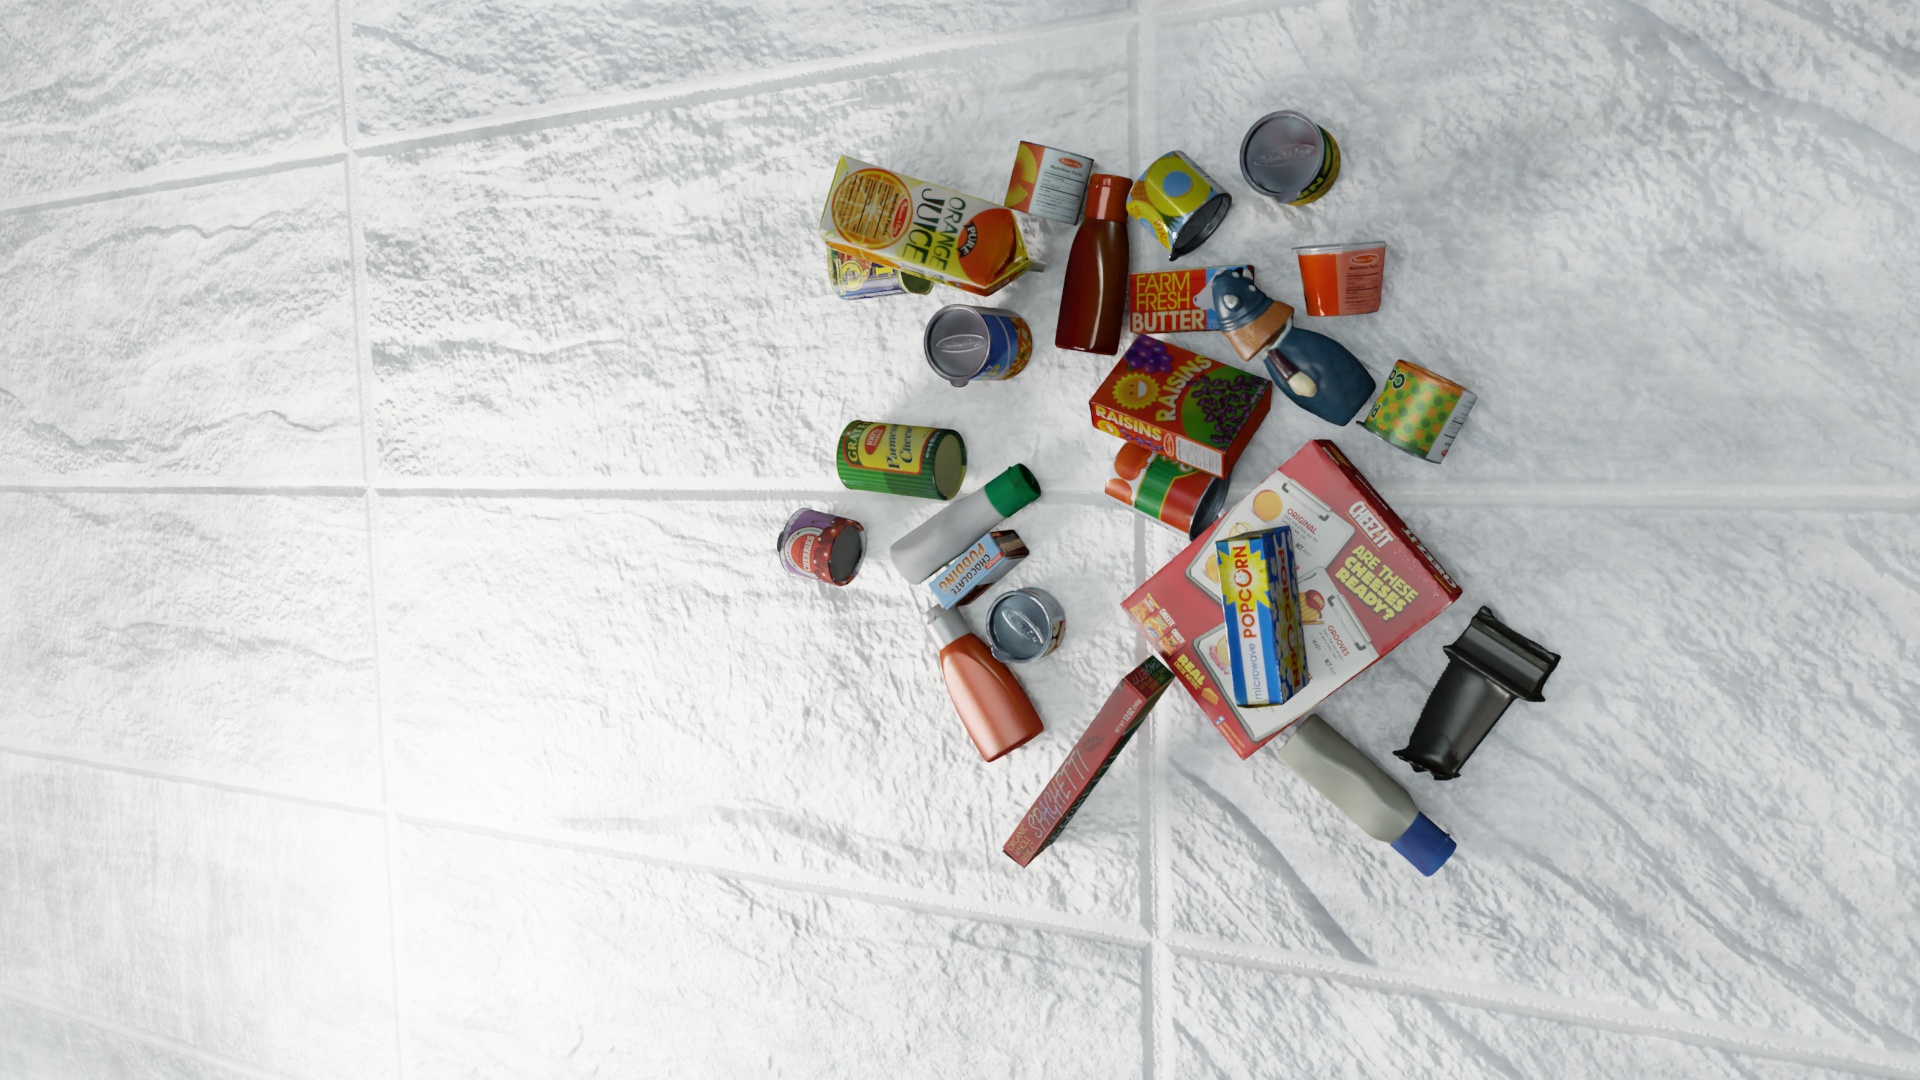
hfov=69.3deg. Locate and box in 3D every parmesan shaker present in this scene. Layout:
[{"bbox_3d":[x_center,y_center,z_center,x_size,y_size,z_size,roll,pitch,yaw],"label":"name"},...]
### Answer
[{"bbox_3d":[-0.053,-0.077,1.280,0.103,0.071,0.071,7,98,28],"label":"parmesan shaker"}]

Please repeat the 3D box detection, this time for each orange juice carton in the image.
[{"bbox_3d":[-0.019,-0.263,1.195,0.193,0.072,0.073,17,93,-1],"label":"orange juice carton"}]

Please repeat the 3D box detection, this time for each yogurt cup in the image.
[{"bbox_3d":[0.296,-0.203,1.077,0.072,0.072,0.053,2,104,29],"label":"yogurt cup"}]

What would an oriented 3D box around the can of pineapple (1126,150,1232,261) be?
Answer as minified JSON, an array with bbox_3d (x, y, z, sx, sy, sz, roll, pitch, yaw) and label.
[{"bbox_3d":[0.176,-0.274,1.133,0.058,0.071,0.070,48,115,17],"label":"can of pineapple"}]

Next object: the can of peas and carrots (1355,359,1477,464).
[{"bbox_3d":[0.347,-0.100,1.056,0.071,0.071,0.058,32,109,22],"label":"can of peas and carrots"}]

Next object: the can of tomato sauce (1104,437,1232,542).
[{"bbox_3d":[0.173,-0.047,1.157,0.083,0.071,0.071,28,108,24],"label":"can of tomato sauce"}]

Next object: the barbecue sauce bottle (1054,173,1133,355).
[{"bbox_3d":[0.117,-0.233,1.179,0.065,0.044,0.148,21,105,57],"label":"barbecue sauce bottle"}]

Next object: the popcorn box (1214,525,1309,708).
[{"bbox_3d":[0.228,0.056,1.043,0.038,0.085,0.126,-6,92,28],"label":"popcorn box"}]

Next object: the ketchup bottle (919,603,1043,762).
[{"bbox_3d":[0.014,0.125,1.273,0.064,0.043,0.149,-36,77,26],"label":"ketchup bottle"}]

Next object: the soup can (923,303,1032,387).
[{"bbox_3d":[0.016,-0.170,1.221,0.071,0.084,0.071,3,97,29],"label":"soup can"}]

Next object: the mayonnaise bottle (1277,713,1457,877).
[{"bbox_3d":[0.323,0.203,1.103,0.148,0.065,0.041,42,116,15],"label":"mayonnaise bottle"}]

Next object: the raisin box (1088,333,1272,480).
[{"bbox_3d":[0.180,-0.111,1.136,0.123,0.040,0.086,25,64,25],"label":"raisin box"}]

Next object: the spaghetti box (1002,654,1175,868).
[{"bbox_3d":[0.106,0.194,1.188,0.029,0.050,0.248,42,130,17],"label":"spaghetti box"}]

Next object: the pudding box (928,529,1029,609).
[{"bbox_3d":[0.016,0.026,1.259,0.083,0.050,0.030,-42,74,26],"label":"pudding box"}]

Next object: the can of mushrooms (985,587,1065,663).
[{"bbox_3d":[0.058,0.078,1.251,0.071,0.033,0.071,3,97,28],"label":"can of mushrooms"}]

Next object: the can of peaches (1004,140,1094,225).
[{"bbox_3d":[0.075,-0.306,1.188,0.071,0.071,0.058,21,105,25],"label":"can of peaches"}]

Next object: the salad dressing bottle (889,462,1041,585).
[{"bbox_3d":[0.004,-0.016,1.258,0.147,0.064,0.044,-34,102,19],"label":"salad dressing bottle"}]

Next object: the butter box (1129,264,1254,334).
[{"bbox_3d":[0.192,-0.200,1.156,0.103,0.024,0.053,1,95,28],"label":"butter box"}]

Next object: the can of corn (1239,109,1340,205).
[{"bbox_3d":[0.260,-0.296,1.090,0.071,0.058,0.071,3,96,28],"label":"can of corn"}]

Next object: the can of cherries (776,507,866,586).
[{"bbox_3d":[-0.132,0.007,1.326,0.058,0.071,0.071,15,102,27],"label":"can of cherries"}]
